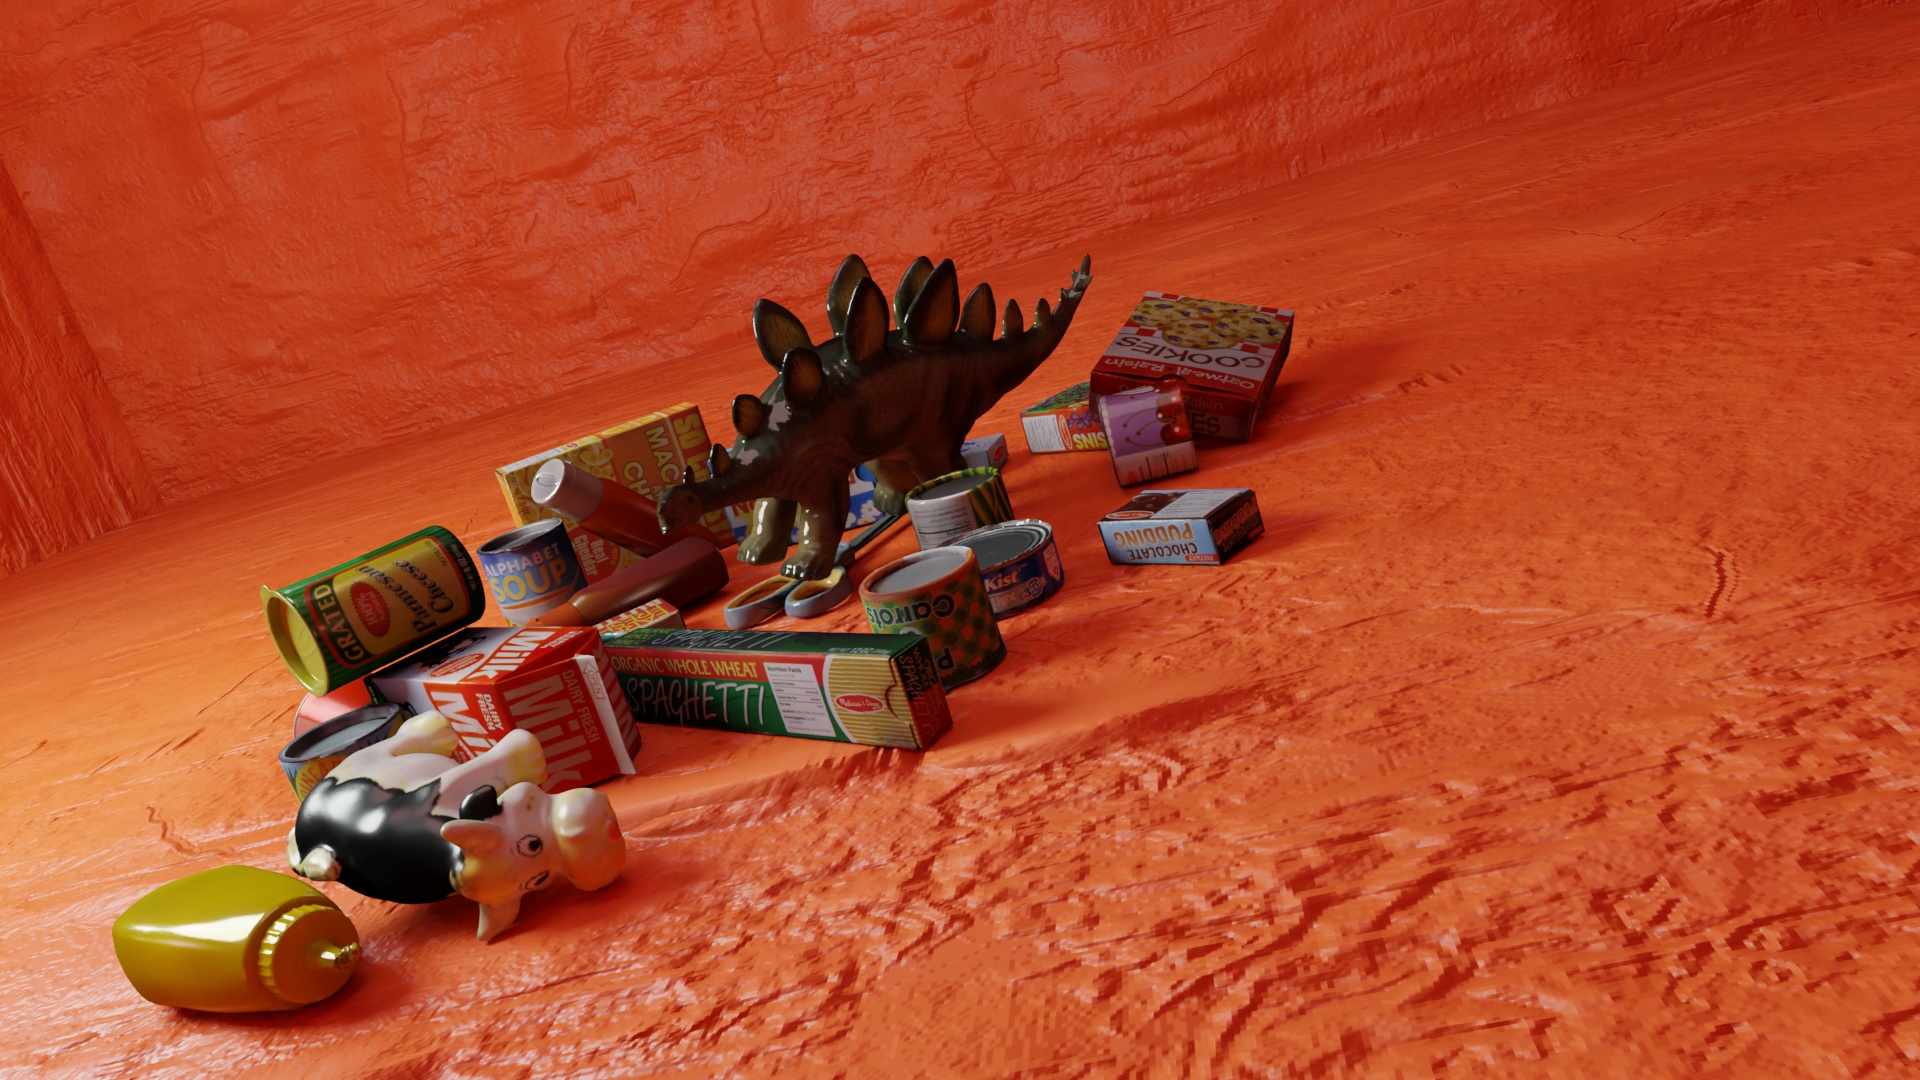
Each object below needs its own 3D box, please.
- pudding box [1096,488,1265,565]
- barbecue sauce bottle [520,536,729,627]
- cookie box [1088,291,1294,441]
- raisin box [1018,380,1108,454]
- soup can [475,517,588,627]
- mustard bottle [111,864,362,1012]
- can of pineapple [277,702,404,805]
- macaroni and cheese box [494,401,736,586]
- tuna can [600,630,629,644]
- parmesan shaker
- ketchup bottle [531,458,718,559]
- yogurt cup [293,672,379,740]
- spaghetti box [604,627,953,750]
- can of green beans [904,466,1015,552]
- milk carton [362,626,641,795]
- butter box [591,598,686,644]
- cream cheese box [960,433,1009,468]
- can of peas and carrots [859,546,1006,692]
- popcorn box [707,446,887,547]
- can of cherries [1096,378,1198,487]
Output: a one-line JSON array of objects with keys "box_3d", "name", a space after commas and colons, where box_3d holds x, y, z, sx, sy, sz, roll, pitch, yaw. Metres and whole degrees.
[{"box_3d": [0.129, -0.009, 0.815, 0.083, 0.030, 0.050, 0, 24, 47], "name": "pudding box"}, {"box_3d": [-0.243, 0.045, 1.000, 0.149, 0.043, 0.065, -29, 19, -35], "name": "barbecue sauce bottle"}, {"box_3d": [0.181, -0.139, 1.072, 0.123, 0.040, 0.168, 12, 34, 18], "name": "cookie box"}, {"box_3d": [0.122, -0.104, 1.133, 0.086, 0.040, 0.123, -28, 18, -38], "name": "raisin box"}, {"box_3d": [-0.314, 0.035, 1.036, 0.071, 0.083, 0.071, -16, 15, 5], "name": "soup can"}, {"box_3d": [-0.308, 0.177, 0.607, 0.160, 0.048, 0.065, -5, 17, 37], "name": "mustard bottle"}, {"box_3d": [-0.336, 0.132, 0.774, 0.071, 0.057, 0.071, -16, 16, 5], "name": "can of pineapple"}, {"box_3d": [-0.276, -0.028, 1.137, 0.167, 0.123, 0.040, -24, 19, -22], "name": "macaroni and cheese box"}, {"box_3d": [-0.233, 0.085, 0.872, 0.071, 0.032, 0.071, -15, 15, 4], "name": "tuna can"}, {"box_3d": [-0.343, 0.037, 0.816, 0.071, 0.071, 0.103, -1, 22, 45], "name": "parmesan shaker"}, {"box_3d": [-0.258, -0.018, 1.064, 0.065, 0.043, 0.148, 11, -15, 42], "name": "ketchup bottle"}, {"box_3d": [-0.362, 0.116, 0.848, 0.054, 0.072, 0.073, 7, 27, 39], "name": "yogurt cup"}, {"box_3d": [-0.107, 0.075, 0.742, 0.250, 0.050, 0.029, -2, 19, 43], "name": "spaghetti box"}, {"box_3d": [0.003, -0.011, 0.903, 0.071, 0.057, 0.071, -16, 15, 5], "name": "can of green beans"}, {"box_3d": [-0.249, 0.095, 0.783, 0.190, 0.072, 0.074, -2, 21, 42], "name": "milk carton"}, {"box_3d": [-0.239, 0.073, 0.936, 0.104, 0.024, 0.053, -24, 18, -23], "name": "butter box"}, {"box_3d": [-0.015, -0.062, 1.162, 0.103, 0.024, 0.053, -11, 15, 21], "name": "cream cheese box"}, {"box_3d": [-0.016, 0.042, 0.740, 0.071, 0.058, 0.071, -16, 15, 5], "name": "can of peas and carrots"}, {"box_3d": [-0.127, -0.045, 1.108, 0.126, 0.085, 0.038, -15, 15, 10], "name": "popcorn box"}, {"box_3d": [0.131, -0.078, 0.976, 0.058, 0.071, 0.072, -14, 16, 10], "name": "can of cherries"}]
